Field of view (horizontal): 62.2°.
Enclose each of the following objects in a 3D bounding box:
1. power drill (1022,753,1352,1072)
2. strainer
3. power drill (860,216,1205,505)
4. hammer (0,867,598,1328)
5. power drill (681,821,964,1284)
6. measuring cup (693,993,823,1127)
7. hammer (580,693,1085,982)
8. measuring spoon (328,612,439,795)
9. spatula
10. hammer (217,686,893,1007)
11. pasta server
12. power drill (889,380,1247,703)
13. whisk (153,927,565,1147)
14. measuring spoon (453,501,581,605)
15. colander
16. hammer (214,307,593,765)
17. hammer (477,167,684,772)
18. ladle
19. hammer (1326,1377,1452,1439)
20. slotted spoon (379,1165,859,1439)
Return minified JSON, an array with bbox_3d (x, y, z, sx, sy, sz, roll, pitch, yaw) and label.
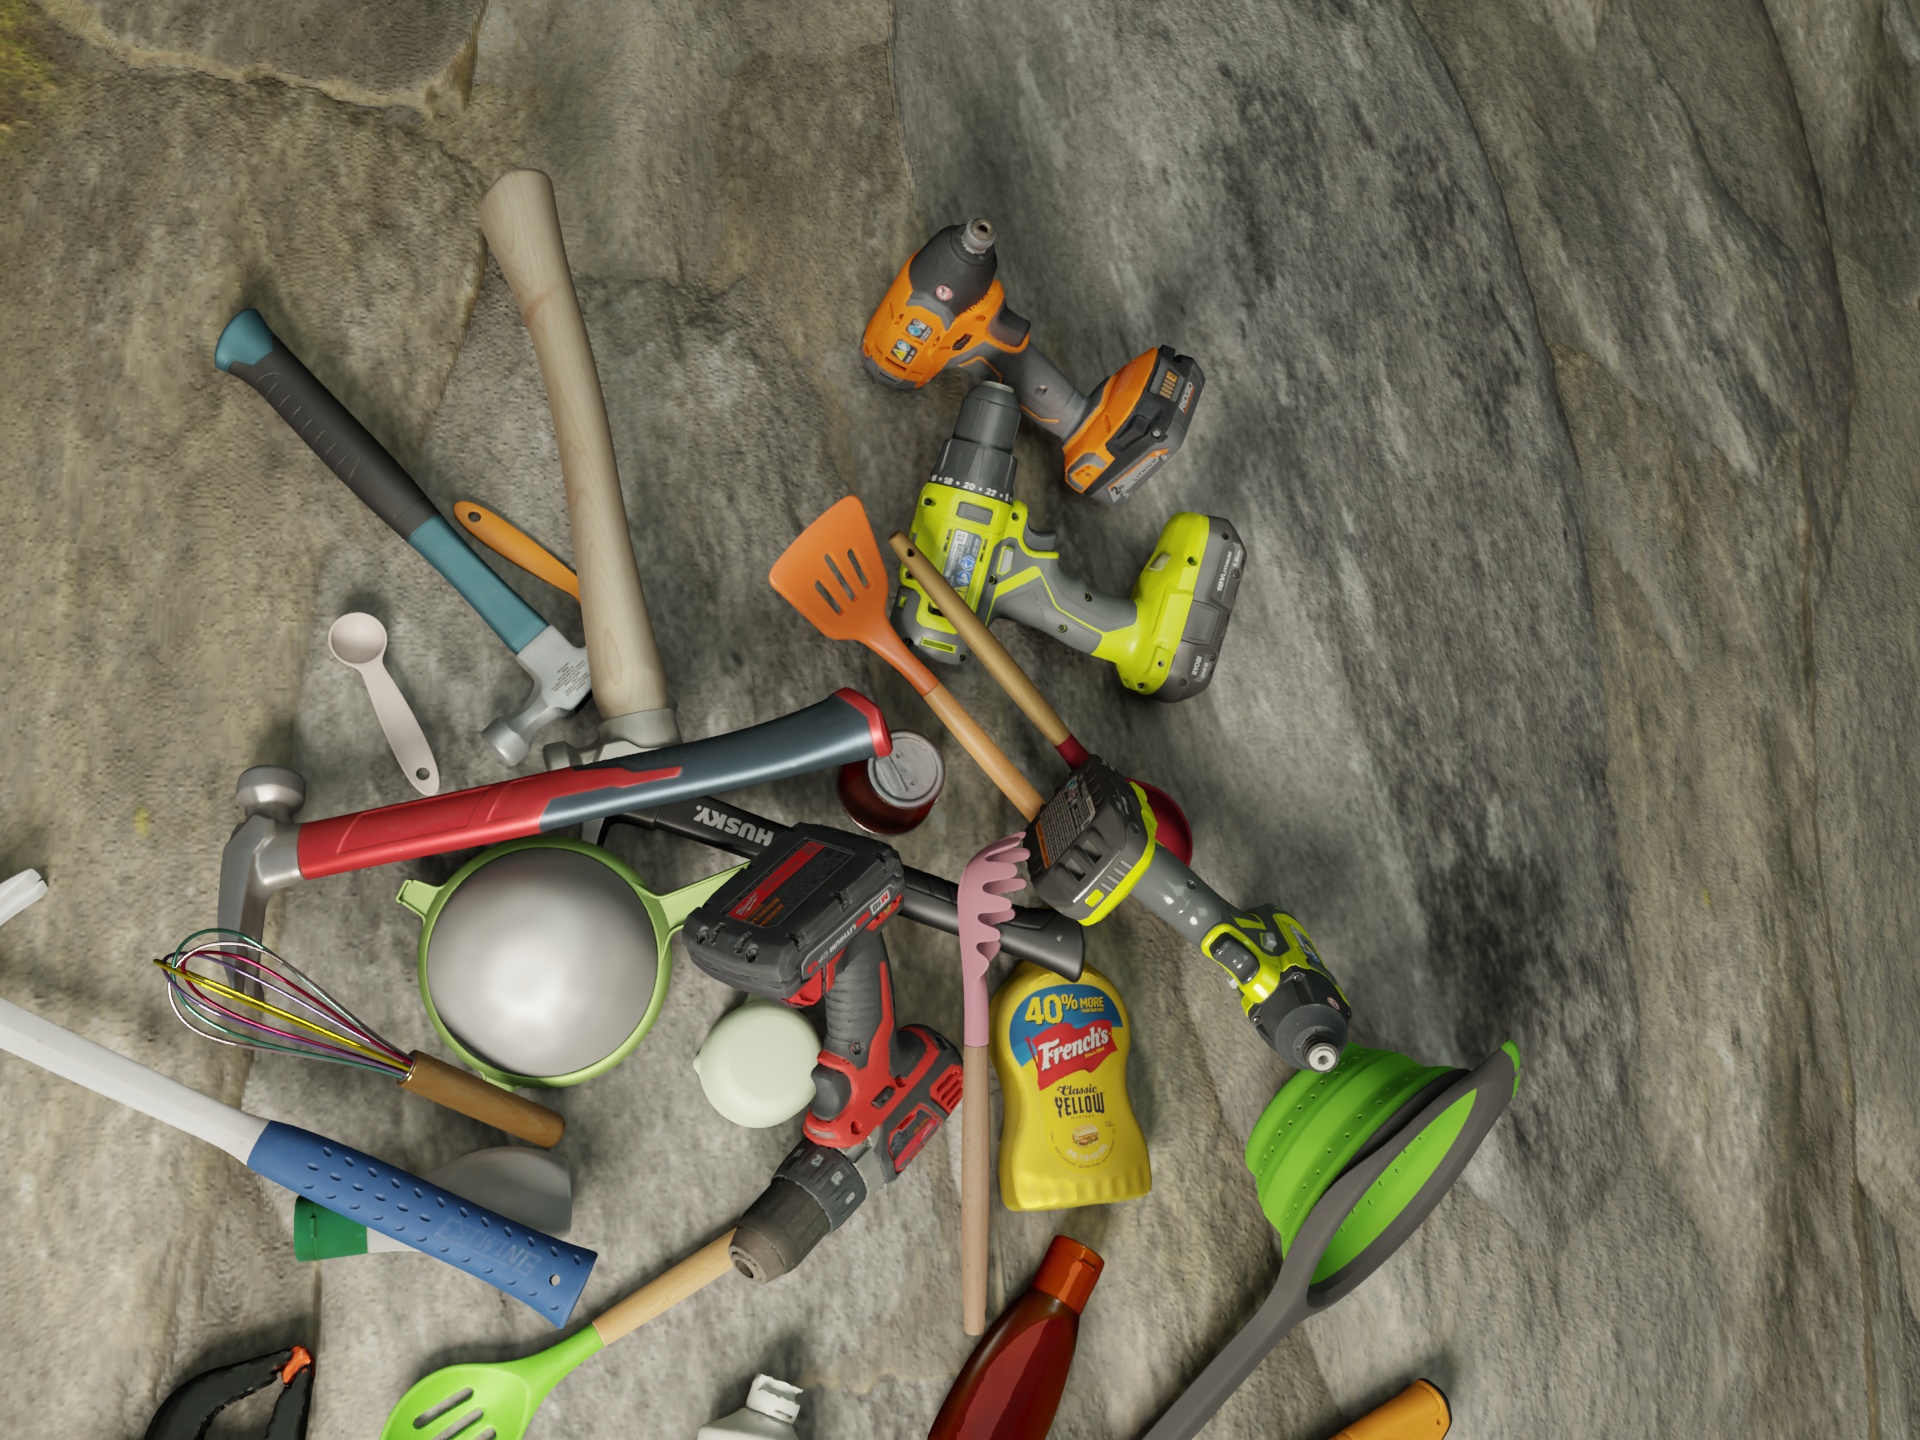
[{"bbox_3d":[0.152,0.130,1.024,0.223,0.171,0.080,37,102,-12],"label":"power drill"},{"bbox_3d":[-0.198,0.123,0.928,0.256,0.069,0.151,-21,88,-3],"label":"strainer"},{"bbox_3d":[0.054,-0.258,1.124,0.226,0.164,0.084,28,62,-11],"label":"power drill"},{"bbox_3d":[-0.387,0.219,0.862,0.405,0.035,0.144,25,62,-2],"label":"hammer"},{"bbox_3d":[-0.084,0.195,0.917,0.188,0.080,0.226,-42,131,-38],"label":"power drill"},{"bbox_3d":[-0.121,0.169,0.999,0.083,0.038,0.168,6,71,-17],"label":"measuring cup"},{"bbox_3d":[-0.079,0.098,1.008,0.335,0.035,0.146,20,69,-1],"label":"hammer"},{"bbox_3d":[-0.356,-0.009,0.990,0.034,0.018,0.124,-26,90,-24],"label":"measuring spoon"},{"bbox_3d":[-0.002,-0.003,1.054,0.081,0.041,0.322,-46,107,-17],"label":"spatula"},{"bbox_3d":[-0.227,0.057,0.899,0.386,0.038,0.143,-12,58,3],"label":"hammer"},{"bbox_3d":[0.017,0.225,0.974,0.040,0.060,0.316,2,96,11],"label":"pasta server"},{"bbox_3d":[0.075,-0.117,1.107,0.228,0.080,0.190,14,95,-16],"label":"power drill"},{"bbox_3d":[-0.323,0.180,0.872,0.244,0.047,0.051,35,42,-30],"label":"whisk"},{"bbox_3d":[-0.282,-0.109,1.044,0.117,0.011,0.021,35,66,-7],"label":"measuring spoon"},{"bbox_3d":[0.197,0.335,1.027,0.397,0.204,0.095,-44,56,-9],"label":"colander"},{"bbox_3d":[-0.352,-0.131,1.012,0.331,0.033,0.128,46,73,0],"label":"hammer"},{"bbox_3d":[-0.226,-0.159,1.008,0.146,0.038,0.411,-12,81,-15],"label":"hammer"},{"bbox_3d":[0.053,-0.005,1.075,0.069,0.031,0.315,-44,109,-11],"label":"ladle"},{"bbox_3d":[0.175,0.495,0.987,0.337,0.034,0.127,-19,106,-26],"label":"hammer"},{"bbox_3d":[-0.188,0.346,0.930,0.314,0.031,0.070,-28,84,-26],"label":"slotted spoon"}]
